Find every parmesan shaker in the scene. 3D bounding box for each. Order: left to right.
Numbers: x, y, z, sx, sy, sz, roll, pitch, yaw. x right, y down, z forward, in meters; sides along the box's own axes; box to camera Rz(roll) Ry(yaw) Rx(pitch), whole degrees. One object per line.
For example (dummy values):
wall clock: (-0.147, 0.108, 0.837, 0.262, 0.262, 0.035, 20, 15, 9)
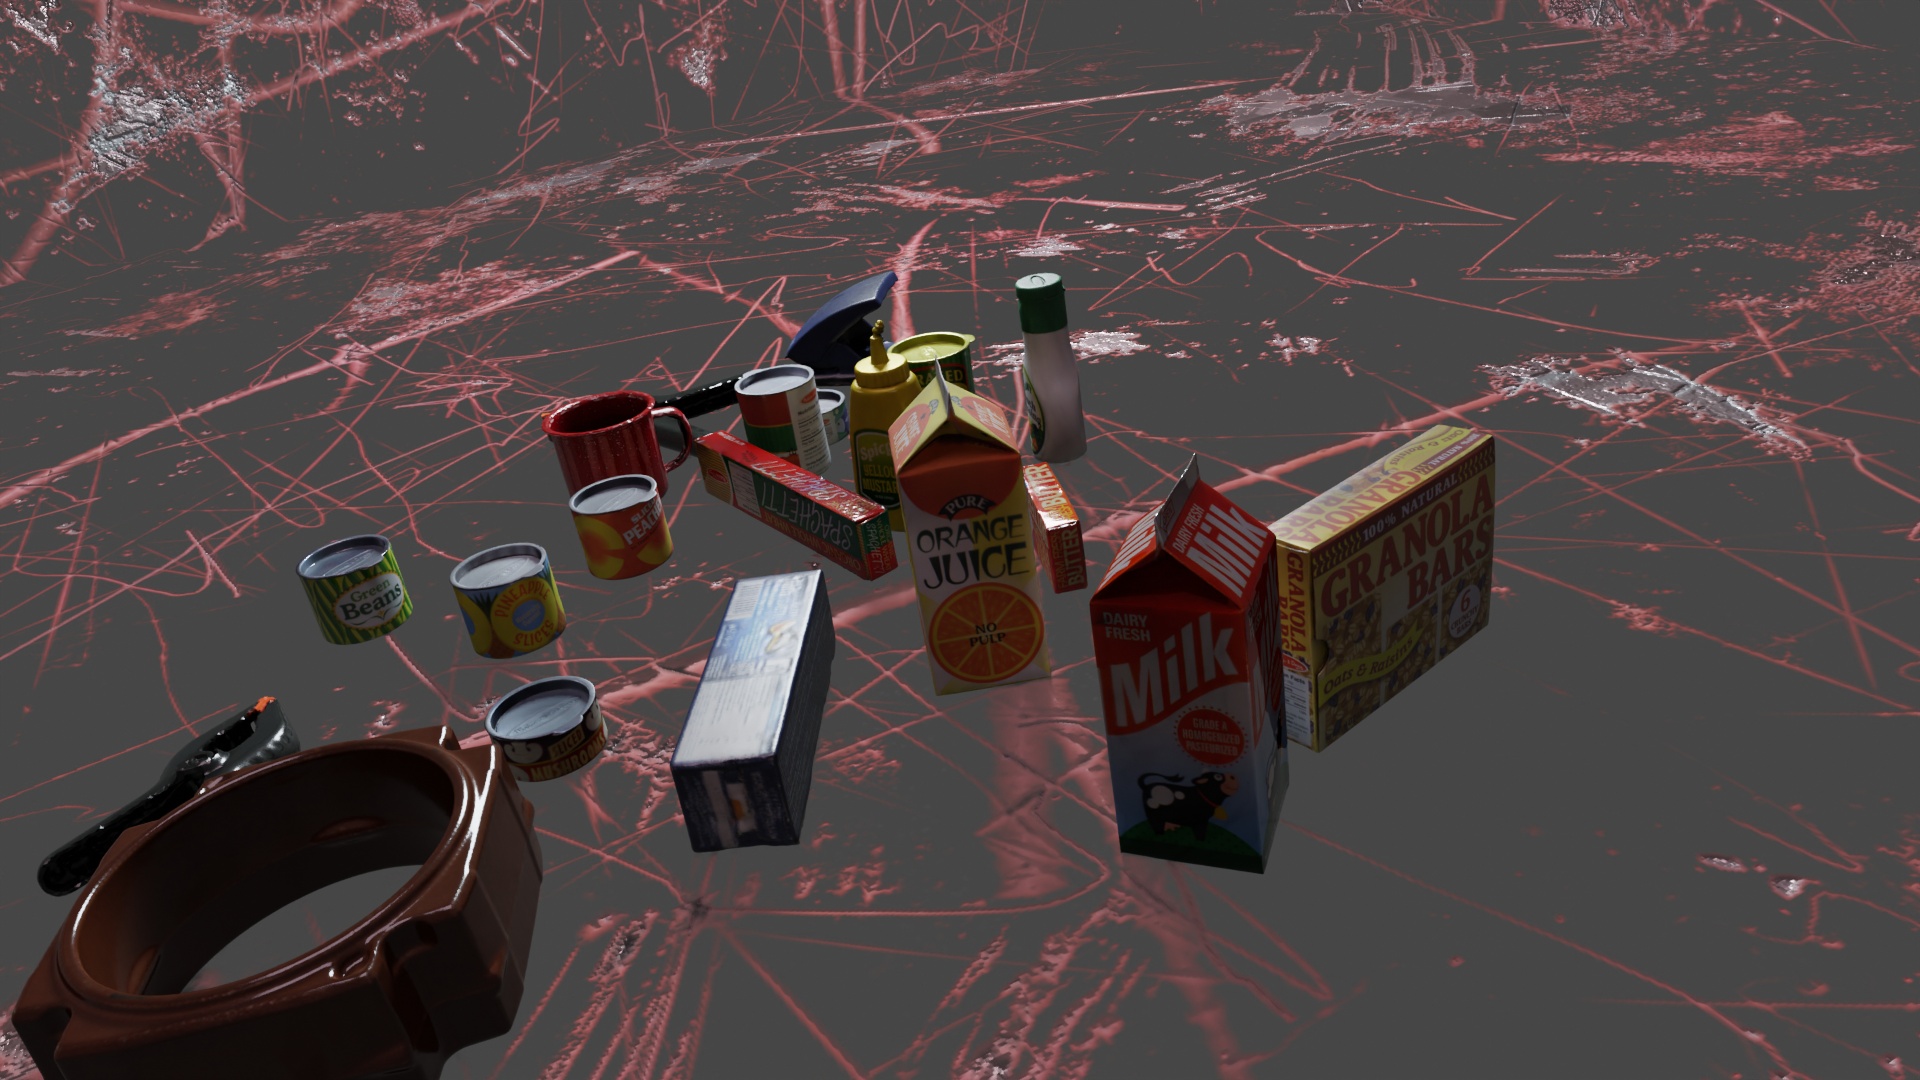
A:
parmesan shaker: (-0.016, -0.109, 1.122, 0.071, 0.102, 0.071, -7, 27, 4)

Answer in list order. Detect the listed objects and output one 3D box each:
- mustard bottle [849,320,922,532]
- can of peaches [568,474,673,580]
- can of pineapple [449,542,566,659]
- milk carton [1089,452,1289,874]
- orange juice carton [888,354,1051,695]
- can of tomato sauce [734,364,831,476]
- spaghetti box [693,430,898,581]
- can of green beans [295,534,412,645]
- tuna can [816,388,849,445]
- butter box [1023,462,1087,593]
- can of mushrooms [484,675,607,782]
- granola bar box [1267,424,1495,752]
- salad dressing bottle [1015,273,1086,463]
mustard bottle: (-0.052, -0.085, 1.022, 0.065, 0.159, 0.049, 5, 30, 26)
can of peaches: (-0.255, -0.010, 1.053, 0.071, 0.057, 0.071, -7, 27, 4)
can of pineapple: (-0.314, 0.042, 0.969, 0.071, 0.057, 0.071, -7, 27, 4)
milk carton: (0.110, 0.058, 0.657, 0.073, 0.189, 0.073, 3, 29, 23)
orange juice carton: (0.003, -0.010, 0.823, 0.073, 0.191, 0.072, -10, 26, -2)
can of tomato sauce: (-0.149, -0.097, 1.163, 0.071, 0.082, 0.071, -7, 27, 4)
spaghetti box: (-0.131, -0.031, 1.063, 0.029, 0.050, 0.250, -26, 31, -30)
can of green beans: (-0.445, 0.036, 1.023, 0.071, 0.057, 0.071, -7, 27, 4)
tuna can: (-0.133, -0.108, 1.235, 0.071, 0.032, 0.071, -7, 27, 4)
butter box: (0.063, -0.010, 0.958, 0.024, 0.053, 0.104, -11, 27, -4)
can of mushrooms: (-0.247, 0.114, 0.835, 0.071, 0.033, 0.071, -7, 27, 4)
granola bar box: (0.231, 0.023, 0.761, 0.166, 0.123, 0.039, -27, 32, -32)
salad dressing bottle: (0.070, -0.135, 1.097, 0.044, 0.147, 0.064, -11, 26, -4)
